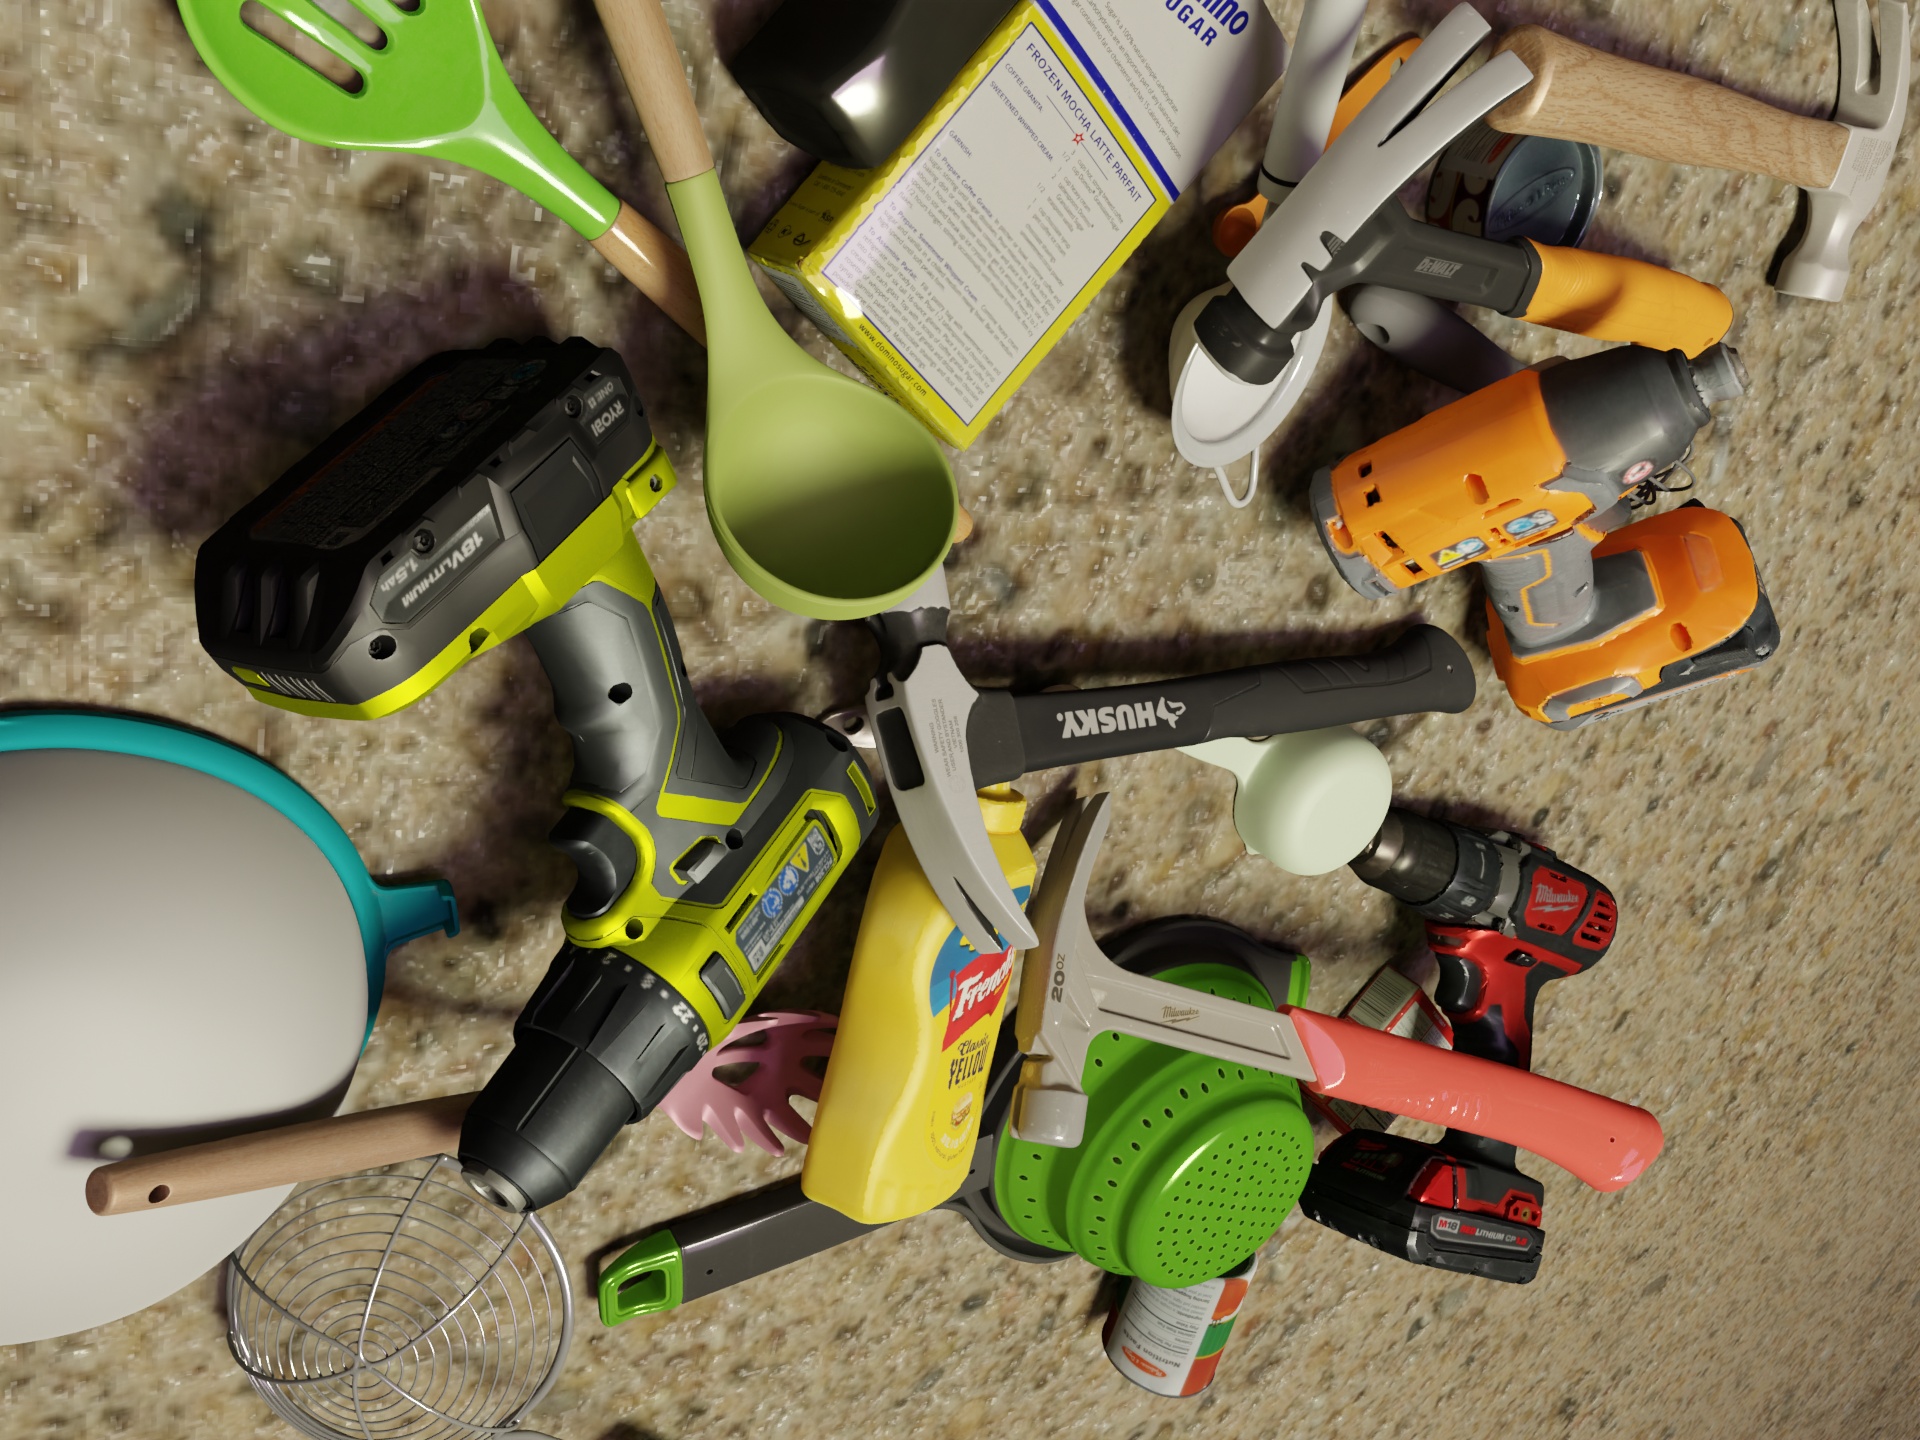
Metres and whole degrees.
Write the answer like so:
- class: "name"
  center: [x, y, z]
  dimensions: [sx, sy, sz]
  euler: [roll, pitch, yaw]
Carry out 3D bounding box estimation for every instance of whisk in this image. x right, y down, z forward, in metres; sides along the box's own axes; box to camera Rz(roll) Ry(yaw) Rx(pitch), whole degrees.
- class: "whisk"
  center: [0.252, -0.143, 0.704]
  dimensions: [0.238, 0.055, 0.055]
  euler: [16, 107, -36]

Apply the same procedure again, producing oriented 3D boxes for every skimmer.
- class: "skimmer"
  center: [-0.167, 0.288, 0.687]
  dimensions: [0.127, 0.090, 0.362]
  euler: [-24, 142, 4]

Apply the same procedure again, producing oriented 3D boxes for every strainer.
- class: "strainer"
  center: [0.110, -0.181, 0.548]
  dimensions: [0.087, 0.050, 0.258]
  euler: [-32, 152, -27]
- class: "strainer"
  center: [-0.309, 0.160, 0.471]
  dimensions: [0.340, 0.095, 0.210]
  euler: [-52, 132, 2]

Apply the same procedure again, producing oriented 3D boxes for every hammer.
- class: "hammer"
  center: [0.188, 0.151, 0.739]
  dimensions: [0.358, 0.037, 0.149]
  euler: [18, 74, -23]
- class: "hammer"
  center: [0.109, 0.000, 0.667]
  dimensions: [0.334, 0.035, 0.146]
  euler: [-7, 83, -38]
- class: "hammer"
  center: [0.315, -0.248, 0.660]
  dimensions: [0.331, 0.031, 0.130]
  euler: [-10, 119, -41]
- class: "hammer"
  center: [0.227, -0.173, 0.606]
  dimensions: [0.336, 0.034, 0.127]
  euler: [-7, 148, -46]

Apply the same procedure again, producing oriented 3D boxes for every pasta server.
- class: "pasta server"
  center: [-0.141, 0.136, 0.549]
  dimensions: [0.316, 0.040, 0.060]
  euler: [8, 99, -59]

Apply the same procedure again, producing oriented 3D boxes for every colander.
- class: "colander"
  center: [0.034, 0.223, 0.743]
  dimensions: [0.397, 0.095, 0.204]
  euler: [-13, 123, -28]

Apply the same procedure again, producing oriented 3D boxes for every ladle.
- class: "ladle"
  center: [-0.076, -0.173, 0.423]
  dimensions: [0.078, 0.062, 0.320]
  euler: [-34, 120, -28]

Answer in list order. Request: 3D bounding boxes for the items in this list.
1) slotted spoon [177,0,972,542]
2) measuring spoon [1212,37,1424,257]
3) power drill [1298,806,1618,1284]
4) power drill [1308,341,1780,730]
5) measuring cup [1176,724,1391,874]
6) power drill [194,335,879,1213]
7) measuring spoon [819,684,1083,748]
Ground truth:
- class: "slotted spoon"
  center: [-0.092, -0.135, 0.487]
  dimensions: [0.070, 0.031, 0.313]
  euler: [-52, 134, 3]
- class: "measuring spoon"
  center: [0.135, -0.219, 0.603]
  dimensions: [0.117, 0.011, 0.021]
  euler: [-46, 133, -7]
- class: "power drill"
  center: [0.250, 0.162, 0.830]
  dimensions: [0.187, 0.080, 0.227]
  euler: [21, 81, -31]
- class: "power drill"
  center: [0.273, -0.079, 0.682]
  dimensions: [0.164, 0.084, 0.226]
  euler: [-23, 149, 32]
- class: "measuring cup"
  center: [0.143, 0.026, 0.734]
  dimensions: [0.167, 0.038, 0.083]
  euler: [24, 102, -43]
- class: "power drill"
  center: [-0.122, 0.020, 0.487]
  dimensions: [0.191, 0.080, 0.228]
  euler: [-55, 138, -35]
- class: "measuring spoon"
  center: [-0.001, -0.002, 0.641]
  dimensions: [0.124, 0.018, 0.034]
  euler: [-1, 126, -27]
